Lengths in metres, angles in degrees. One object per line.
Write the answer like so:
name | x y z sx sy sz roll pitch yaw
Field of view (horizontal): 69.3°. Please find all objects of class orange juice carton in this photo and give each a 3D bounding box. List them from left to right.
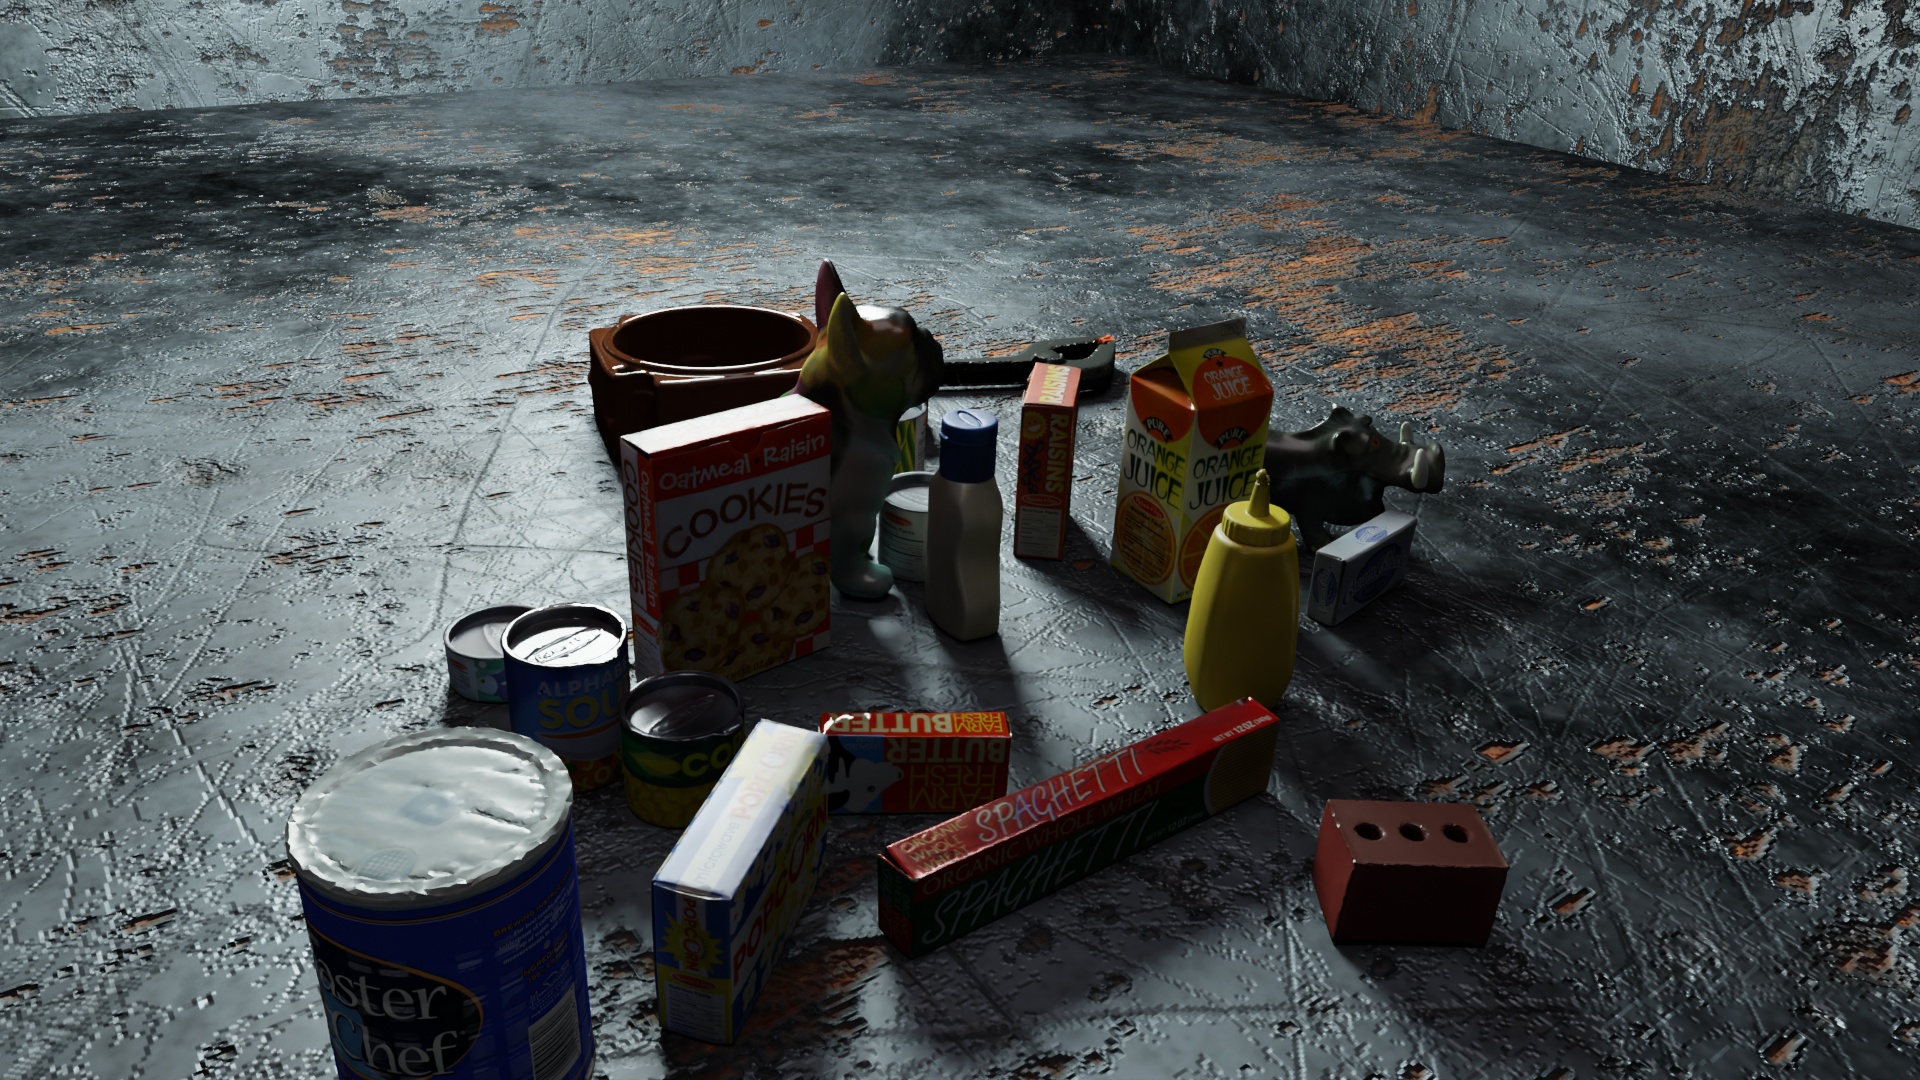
orange juice carton | 0.162 -0.060 0.971 0.072 0.191 0.073 -14 31 -30

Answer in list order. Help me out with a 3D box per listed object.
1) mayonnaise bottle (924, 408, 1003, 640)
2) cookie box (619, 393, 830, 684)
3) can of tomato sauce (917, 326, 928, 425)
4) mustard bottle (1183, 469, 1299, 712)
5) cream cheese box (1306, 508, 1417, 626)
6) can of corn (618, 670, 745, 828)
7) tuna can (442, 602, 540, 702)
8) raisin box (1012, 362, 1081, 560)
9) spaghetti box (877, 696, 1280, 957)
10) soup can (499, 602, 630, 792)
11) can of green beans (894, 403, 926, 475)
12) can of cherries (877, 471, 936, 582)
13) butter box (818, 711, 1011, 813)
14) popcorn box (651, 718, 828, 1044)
mayonnaise bottle | 0.003 -0.011 0.908 0.041 0.147 0.065 -11 30 -26
cookie box | -0.137 0.005 0.840 0.123 0.166 0.040 -19 34 -37
can of tomato sauce | -0.059 -0.142 1.227 0.071 0.082 0.071 2 27 -1
mustard bottle | 0.173 0.028 0.835 0.065 0.159 0.049 -2 27 -9
cream cheese box | 0.285 0.018 0.983 0.024 0.053 0.104 26 35 37
can of corn | -0.147 0.113 0.748 0.071 0.058 0.071 2 27 -1
tuna can | -0.278 0.068 0.850 0.071 0.032 0.071 2 27 -1
raisin box | 0.064 -0.060 1.036 0.040 0.122 0.086 6 27 7
spaghetti box | 0.068 0.143 0.720 0.251 0.050 0.029 -16 32 -33
soup can | -0.213 0.088 0.762 0.071 0.083 0.071 2 27 -1
can of green beans | -0.062 -0.084 1.143 0.071 0.057 0.071 2 27 -1
can of cherries | -0.025 -0.011 1.002 0.071 0.058 0.072 2 27 -1
butter box | -0.026 0.120 0.751 0.103 0.053 0.024 0 27 -5
popcorn box | -0.099 0.154 0.643 0.038 0.084 0.127 9 27 11
